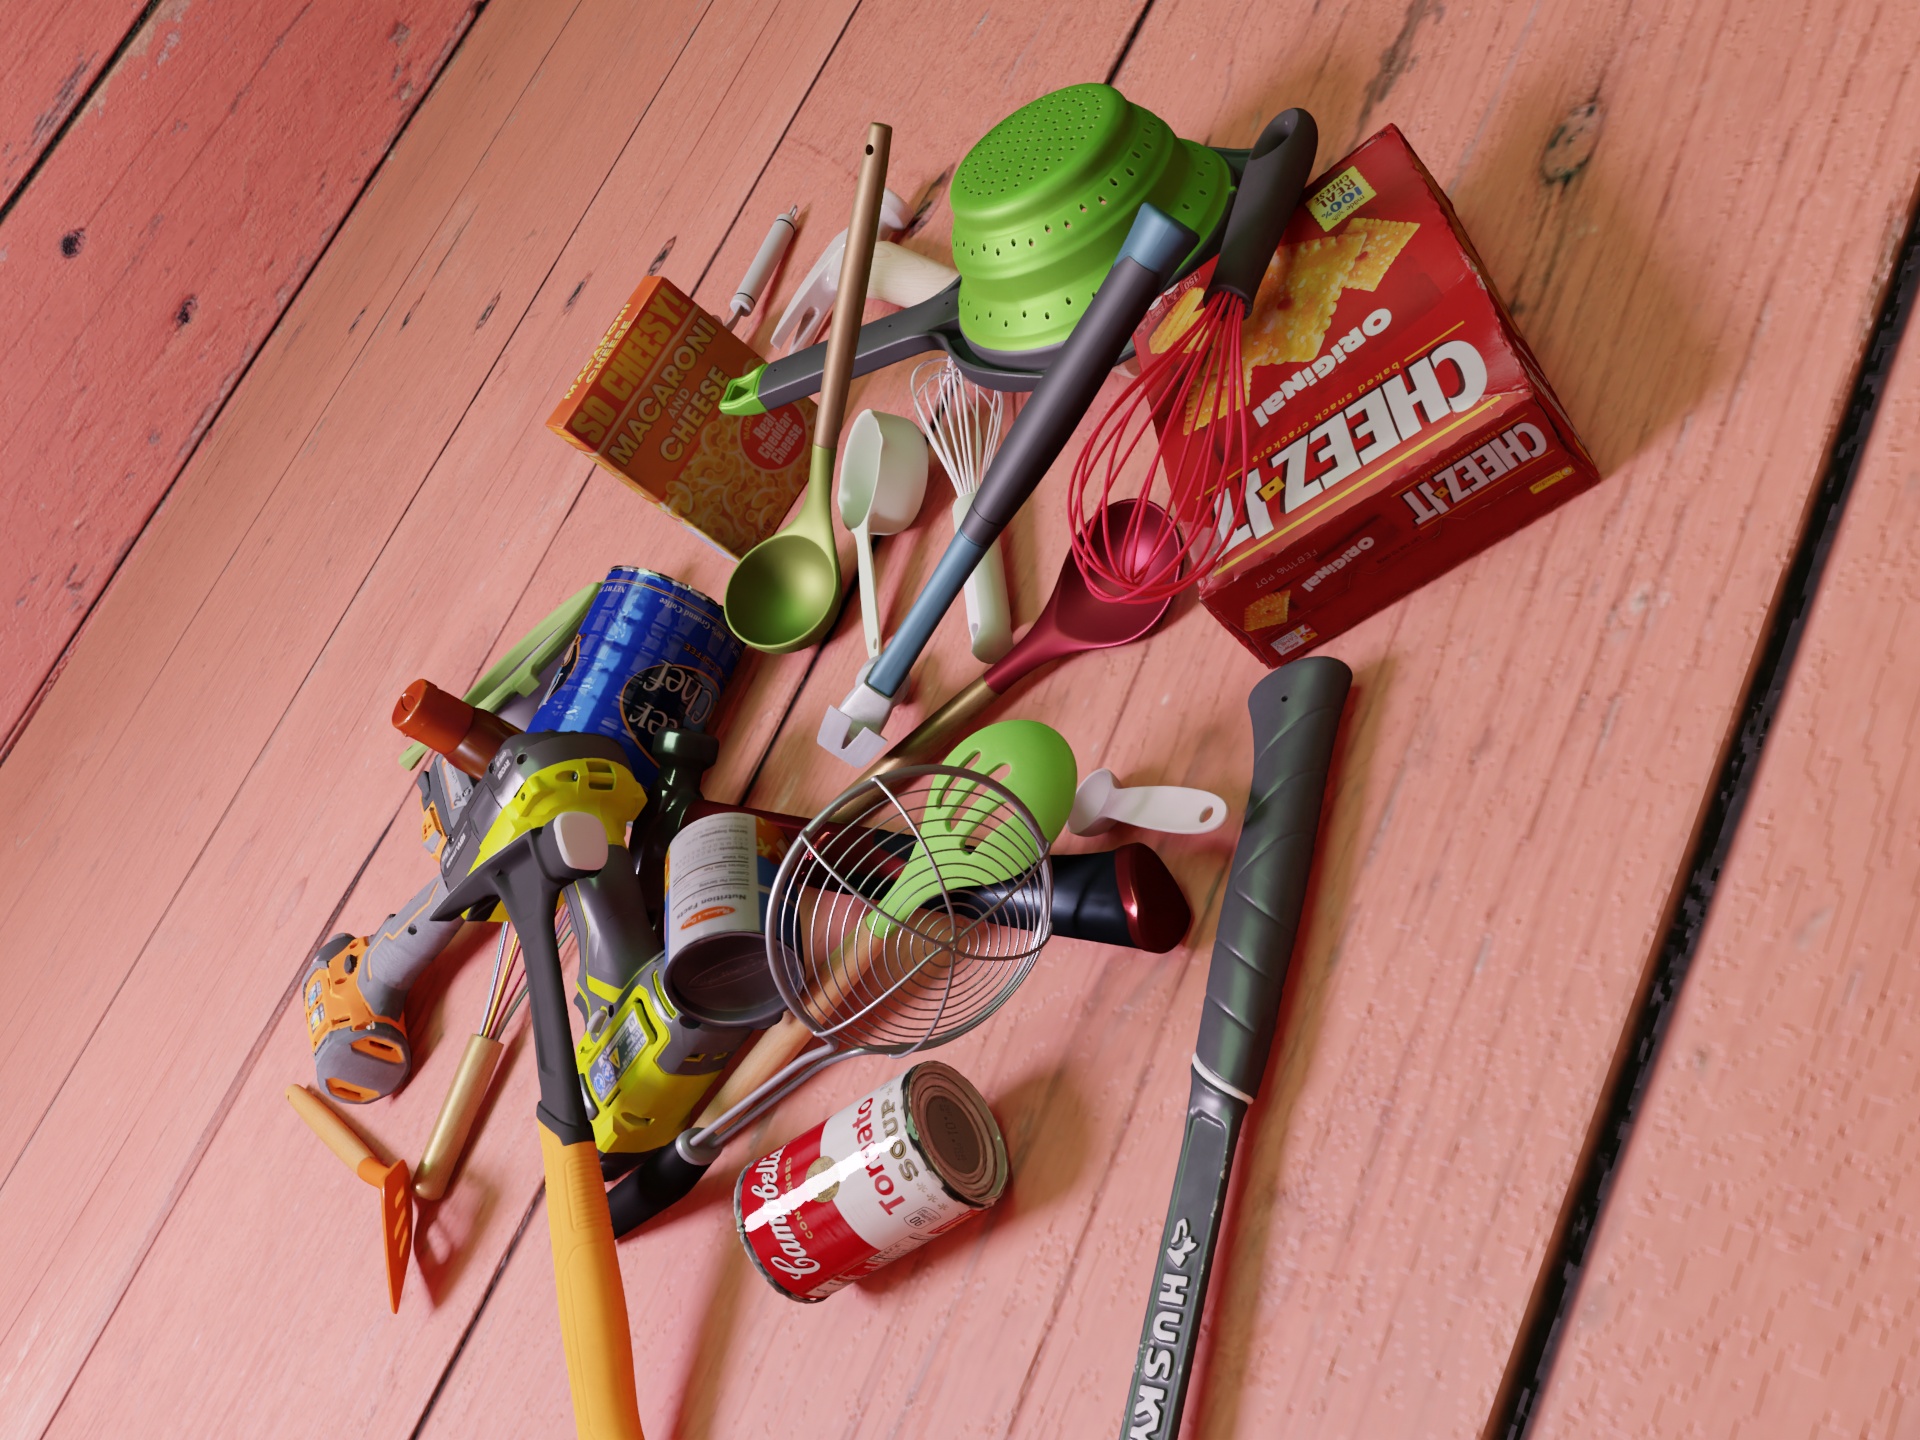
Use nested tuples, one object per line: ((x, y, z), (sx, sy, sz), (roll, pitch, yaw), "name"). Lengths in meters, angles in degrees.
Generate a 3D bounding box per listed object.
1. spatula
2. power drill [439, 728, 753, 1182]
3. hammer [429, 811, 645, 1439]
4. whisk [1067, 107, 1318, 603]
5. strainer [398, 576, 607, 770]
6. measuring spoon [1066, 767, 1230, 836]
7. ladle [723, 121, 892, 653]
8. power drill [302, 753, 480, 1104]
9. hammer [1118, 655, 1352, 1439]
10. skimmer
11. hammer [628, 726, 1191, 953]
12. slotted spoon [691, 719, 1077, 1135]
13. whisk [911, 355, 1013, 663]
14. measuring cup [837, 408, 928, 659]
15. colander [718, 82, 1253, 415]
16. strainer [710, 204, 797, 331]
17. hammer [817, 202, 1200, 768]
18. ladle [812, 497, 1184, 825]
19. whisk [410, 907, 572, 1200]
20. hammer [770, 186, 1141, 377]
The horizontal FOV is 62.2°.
((-0.404, 0.288, 1.041), (0.323, 0.041, 0.081), (8, 102, 53), "spatula")
((-0.206, 0.130, 0.873), (0.171, 0.080, 0.223), (-52, 52, 27), "power drill")
((-0.193, 0.221, 0.770), (0.127, 0.034, 0.337), (-32, 63, 36), "hammer")
((0.114, -0.173, 0.714), (0.073, 0.073, 0.296), (-7, 52, 45), "whisk")
((-0.327, -0.004, 1.169), (0.256, 0.069, 0.152), (-31, 21, 37), "strainer")
((0.085, 0.041, 0.702), (0.124, 0.018, 0.034), (1, 62, 64), "measuring spoon")
((-0.083, -0.187, 0.939), (0.078, 0.062, 0.320), (28, 120, 27), "ladle")
((-0.381, 0.133, 1.113), (0.226, 0.084, 0.164), (-54, 35, 6), "power drill")
((0.099, 0.155, 0.602), (0.149, 0.036, 0.409), (-8, 56, 43), "hammer")
((-0.091, 0.150, 0.744), (0.363, 0.127, 0.090), (-43, 36, 40), "skimmer")
((-0.050, 0.087, 0.806), (0.386, 0.038, 0.143), (5, 83, 45), "hammer")
((-0.052, 0.117, 0.757), (0.313, 0.031, 0.070), (-51, 54, 26), "slotted spoon")
((0.006, -0.130, 0.926), (0.057, 0.059, 0.247), (110, 159, -49), "whisk")
((-0.043, -0.110, 0.974), (0.083, 0.038, 0.168), (139, 130, -59), "measuring cup")
((-0.007, -0.273, 0.939), (0.397, 0.094, 0.205), (-13, 45, 30), "colander")
((-0.179, -0.335, 1.301), (0.086, 0.050, 0.259), (100, -171, -61), "strainer")
((0.016, -0.104, 0.779), (0.331, 0.033, 0.128), (-56, 4, 31), "hammer")
((-0.001, -0.003, 0.844), (0.315, 0.031, 0.069), (-40, 62, 22), "ladle")
((-0.289, 0.182, 1.010), (0.047, 0.051, 0.245), (-21, 48, 66), "whisk")
((-0.002, -0.272, 1.057), (0.146, 0.038, 0.411), (-55, 36, 1), "hammer")
